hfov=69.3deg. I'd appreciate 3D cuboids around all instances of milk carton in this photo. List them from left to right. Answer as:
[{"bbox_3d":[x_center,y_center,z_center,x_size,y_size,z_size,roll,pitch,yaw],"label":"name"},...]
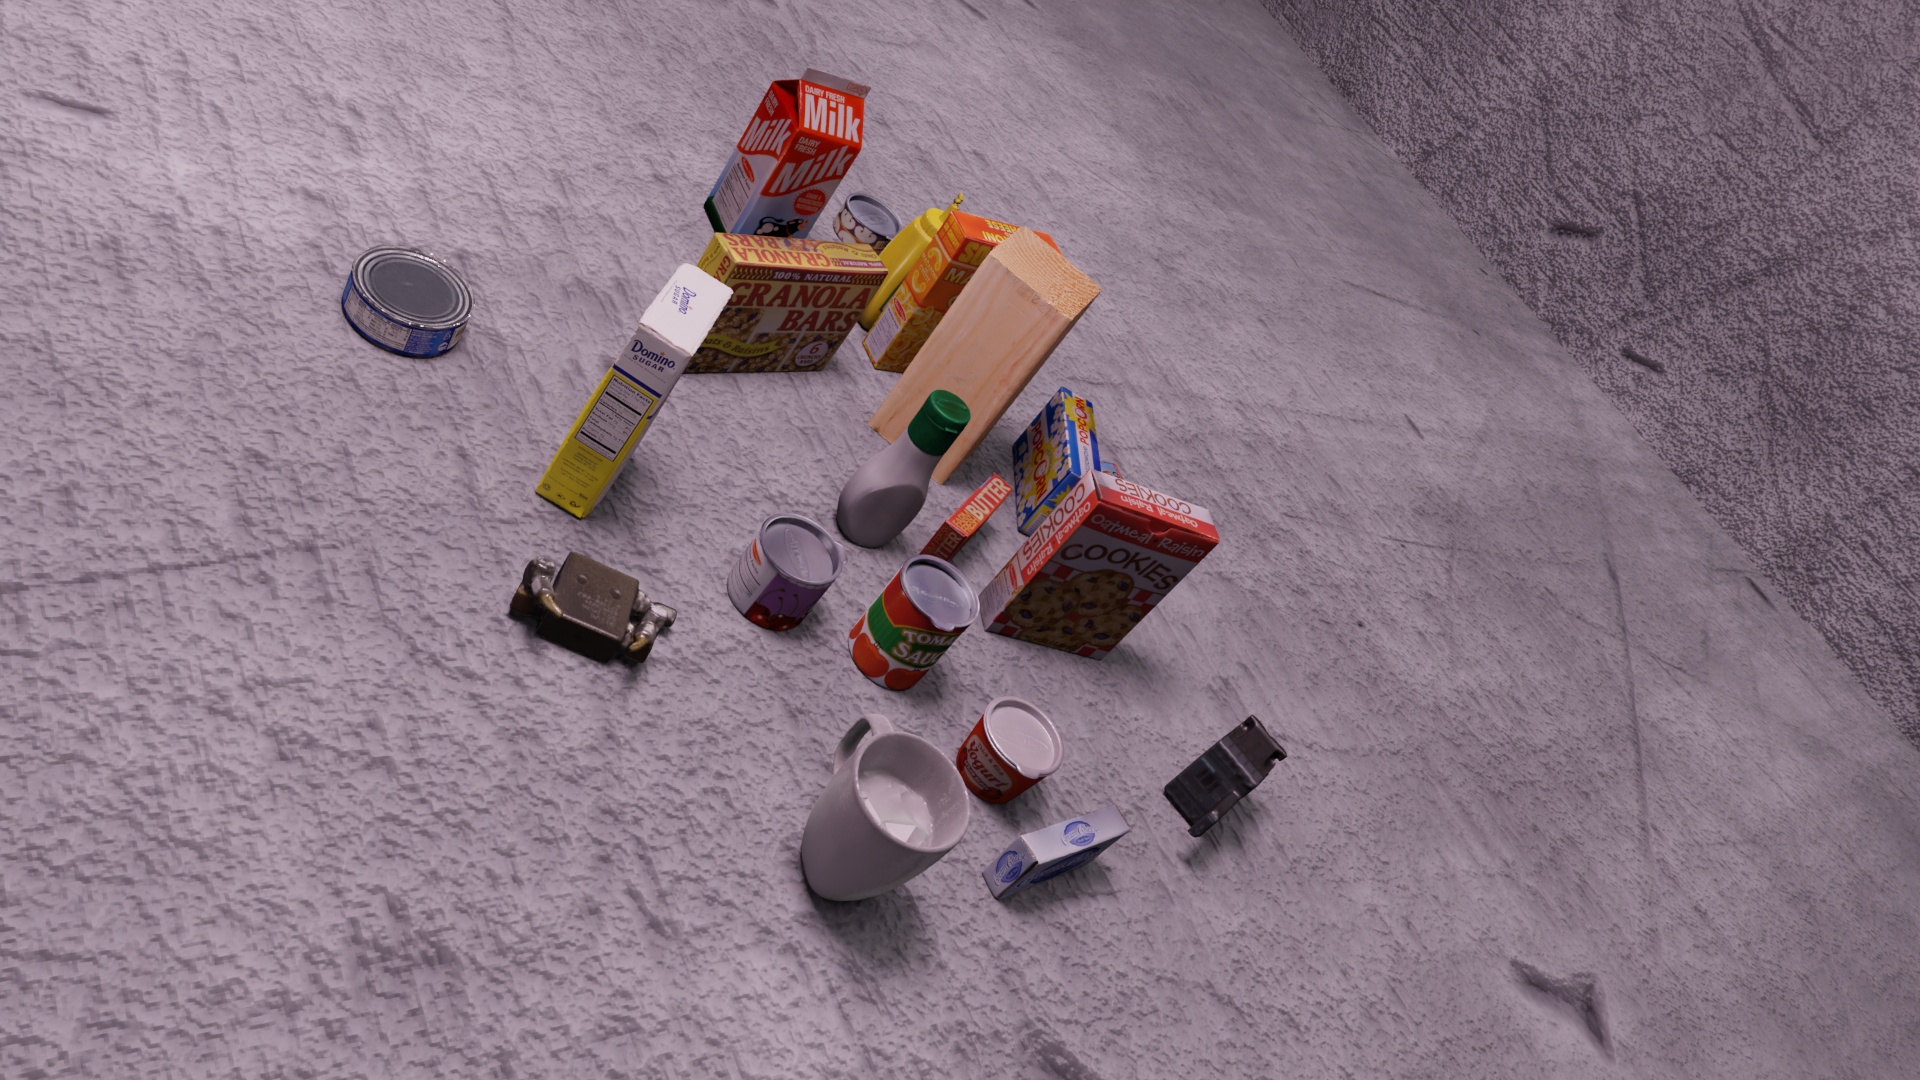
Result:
[{"bbox_3d":[-0.156,-0.350,1.278,0.072,0.189,0.074,3,49,-40],"label":"milk carton"}]

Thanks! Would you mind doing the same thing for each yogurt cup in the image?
[{"bbox_3d":[0.034,0.156,1.016,0.072,0.053,0.073,24,38,-21],"label":"yogurt cup"}]

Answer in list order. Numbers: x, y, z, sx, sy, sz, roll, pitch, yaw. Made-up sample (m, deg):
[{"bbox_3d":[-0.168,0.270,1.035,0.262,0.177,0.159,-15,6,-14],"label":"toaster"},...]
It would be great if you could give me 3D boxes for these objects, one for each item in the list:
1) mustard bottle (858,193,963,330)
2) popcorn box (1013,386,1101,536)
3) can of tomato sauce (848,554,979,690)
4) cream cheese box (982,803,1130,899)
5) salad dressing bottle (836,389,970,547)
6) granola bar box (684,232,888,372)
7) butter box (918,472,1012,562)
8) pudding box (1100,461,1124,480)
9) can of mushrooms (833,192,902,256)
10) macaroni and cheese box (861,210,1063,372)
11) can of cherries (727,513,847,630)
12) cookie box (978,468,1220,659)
[{"bbox_3d":[-0.042,-0.264,1.314,0.065,0.159,0.049,2,50,-41],"label":"mustard bottle"},{"bbox_3d":[0.088,-0.070,1.283,0.038,0.084,0.127,24,38,-21],"label":"popcorn box"},{"bbox_3d":[-0.035,0.063,1.030,0.071,0.082,0.071,24,38,-21],"label":"can of tomato sauce"},{"bbox_3d":[0.068,0.219,0.979,0.104,0.053,0.024,-6,55,-45],"label":"cream cheese box"},{"bbox_3d":[-0.044,-0.056,1.096,0.064,0.147,0.044,12,44,-33],"label":"salad dressing bottle"},{"bbox_3d":[-0.157,-0.196,1.167,0.166,0.123,0.039,-8,57,-46],"label":"granola bar box"},{"bbox_3d":[0.004,-0.015,1.176,0.024,0.053,0.104,41,35,2],"label":"butter box"},{"bbox_3d":[0.141,-0.029,1.316,0.030,0.049,0.084,7,47,-38],"label":"pudding box"},{"bbox_3d":[-0.095,-0.325,1.440,0.071,0.033,0.071,24,38,-21],"label":"can of mushrooms"},{"bbox_3d":[0.003,-0.224,1.304,0.124,0.165,0.040,3,49,-40],"label":"macaroni and cheese box"},{"bbox_3d":[-0.126,0.024,1.012,0.071,0.058,0.072,24,38,-21],"label":"can of cherries"},{"bbox_3d":[0.111,0.024,1.130,0.123,0.166,0.040,17,41,-29],"label":"cookie box"}]
